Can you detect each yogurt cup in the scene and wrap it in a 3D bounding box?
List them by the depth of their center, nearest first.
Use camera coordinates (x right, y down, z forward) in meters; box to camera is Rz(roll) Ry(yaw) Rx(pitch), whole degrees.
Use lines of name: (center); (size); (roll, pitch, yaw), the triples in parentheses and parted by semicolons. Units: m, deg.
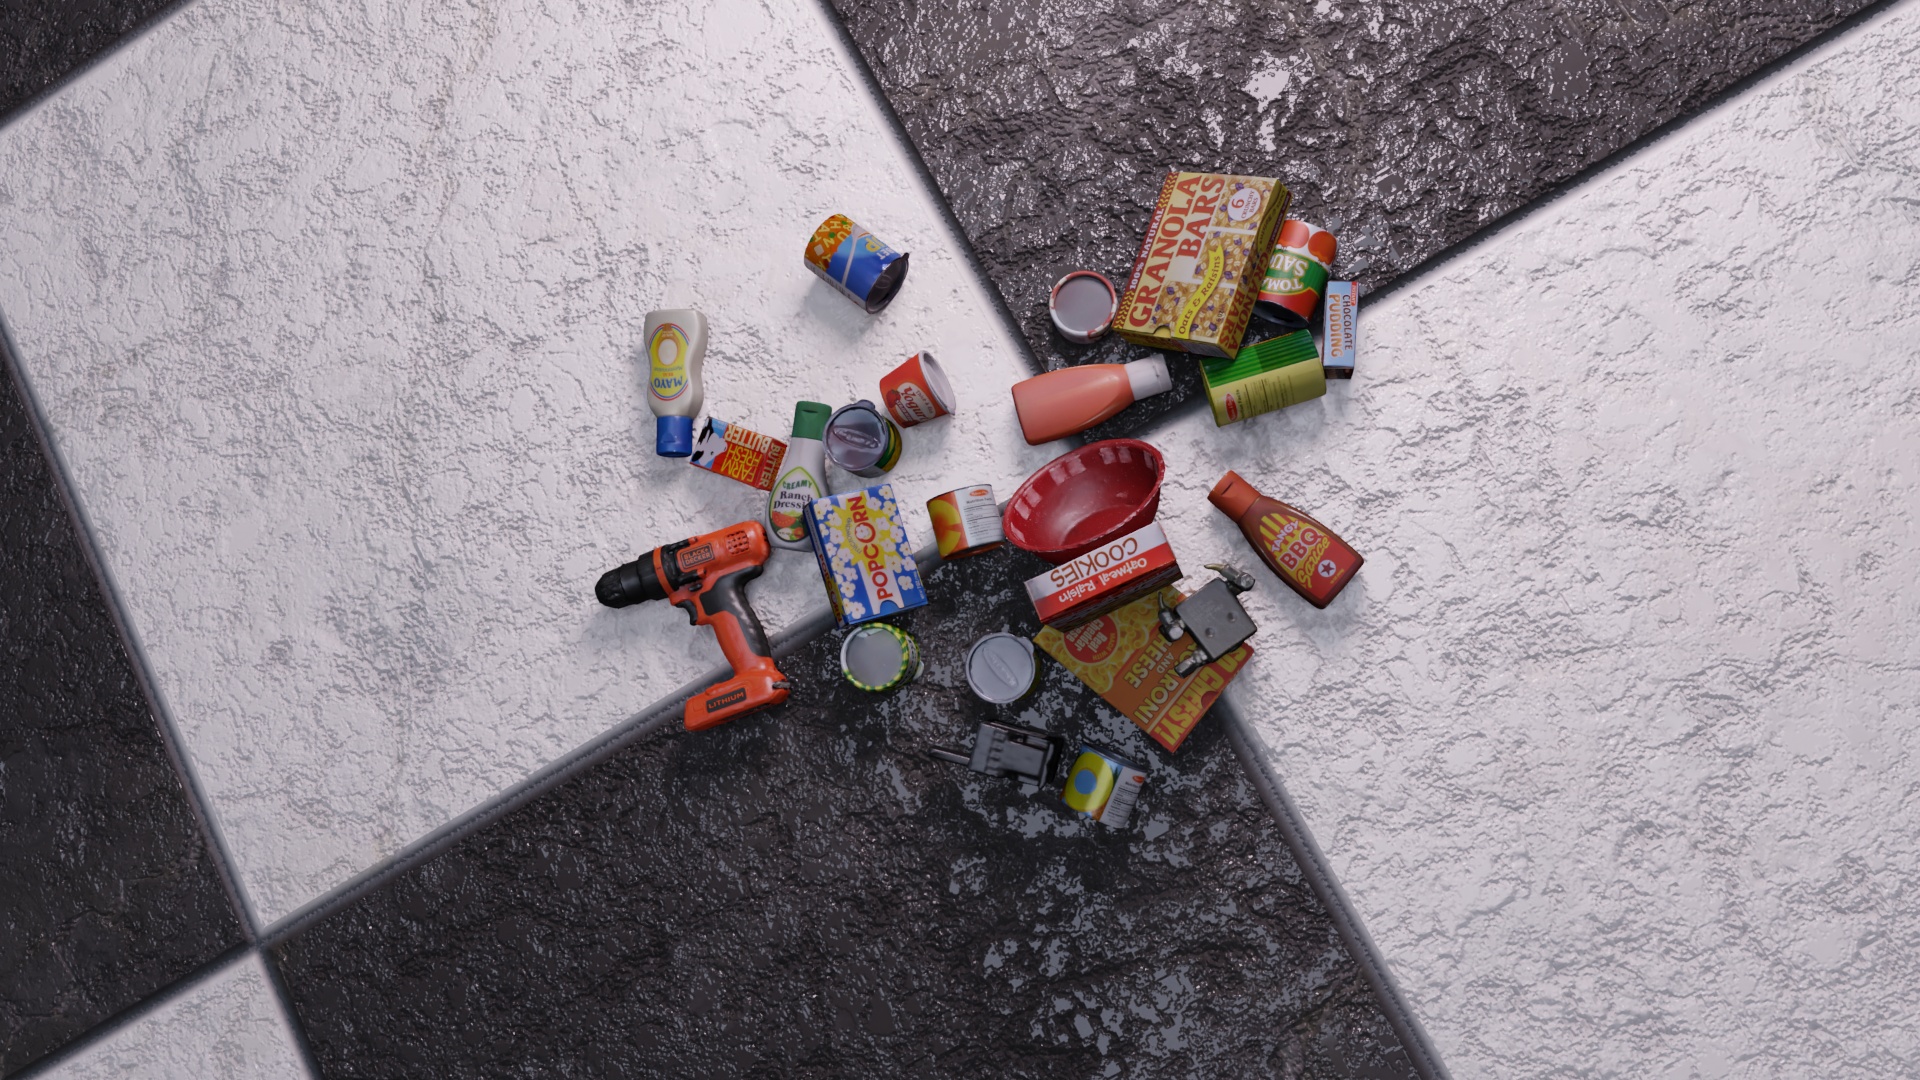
yogurt cup: (-0.043, -0.145, 1.356); (0.054, 0.072, 0.072); (-26, 80, 16)

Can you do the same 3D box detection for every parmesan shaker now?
parmesan shaker: (0.282, -0.150, 1.296); (0.103, 0.071, 0.071); (-16, 82, 8)

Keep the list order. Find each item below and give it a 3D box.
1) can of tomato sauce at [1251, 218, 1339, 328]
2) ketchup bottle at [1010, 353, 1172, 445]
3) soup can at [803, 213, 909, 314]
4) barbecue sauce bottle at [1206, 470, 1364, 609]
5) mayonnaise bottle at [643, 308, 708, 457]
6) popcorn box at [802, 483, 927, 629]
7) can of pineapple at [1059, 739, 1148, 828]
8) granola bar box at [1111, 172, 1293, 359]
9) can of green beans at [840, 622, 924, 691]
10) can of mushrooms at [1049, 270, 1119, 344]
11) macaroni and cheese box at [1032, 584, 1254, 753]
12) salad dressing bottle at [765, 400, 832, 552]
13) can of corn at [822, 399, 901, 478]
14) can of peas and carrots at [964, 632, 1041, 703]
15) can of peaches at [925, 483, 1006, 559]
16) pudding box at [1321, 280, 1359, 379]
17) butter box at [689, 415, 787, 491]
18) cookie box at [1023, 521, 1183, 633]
can of tomato sauce: (0.308, -0.249, 1.297); (0.071, 0.071, 0.083); (22, 88, 12)
ketchup bottle: (0.127, -0.141, 1.333); (0.149, 0.043, 0.065); (-16, 82, 8)
soup can: (-0.102, -0.277, 1.379); (0.084, 0.071, 0.071); (37, 92, 12)
barbecue sauce bottle: (0.297, -0.005, 1.286); (0.149, 0.043, 0.065); (41, 92, 12)
mayonnaise bottle: (-0.290, -0.160, 1.415); (0.065, 0.041, 0.148); (-2, 83, 11)
popcorn box: (-0.093, 0.015, 1.341); (0.085, 0.038, 0.127); (-13, 80, -27)
can of pineapple: (0.131, 0.225, 1.283); (0.071, 0.071, 0.058); (23, 89, 12)
granola bar box: (0.224, -0.260, 1.300); (0.124, 0.039, 0.165); (17, 85, 42)
can of green beans: (-0.077, 0.112, 1.337); (0.071, 0.058, 0.071); (-1, 84, 11)
can of mushrooms: (0.122, -0.228, 1.349); (0.071, 0.033, 0.071); (-1, 84, 11)
macaroni and cheese box: (0.171, 0.099, 1.300); (0.166, 0.040, 0.123); (38, 91, 12)
salad dressing bottle: (-0.156, -0.064, 1.378); (0.064, 0.044, 0.147); (7, 85, 6)
can of corn: (-0.095, -0.099, 1.363); (0.071, 0.058, 0.071); (-1, 84, 11)
can of peas and carrots: (0.043, 0.119, 1.313); (0.071, 0.058, 0.071); (-1, 84, 10)
can of peaches: (0.005, -0.017, 1.333); (0.071, 0.071, 0.058); (-17, 82, 9)
pudding box: (0.353, -0.195, 1.293); (0.030, 0.049, 0.084); (4, 84, 12)
butter box: (-0.222, -0.086, 1.383); (0.103, 0.024, 0.053); (20, 89, 36)
cookie box: (0.129, 0.036, 1.209); (0.123, 0.167, 0.040); (-26, 79, 7)
